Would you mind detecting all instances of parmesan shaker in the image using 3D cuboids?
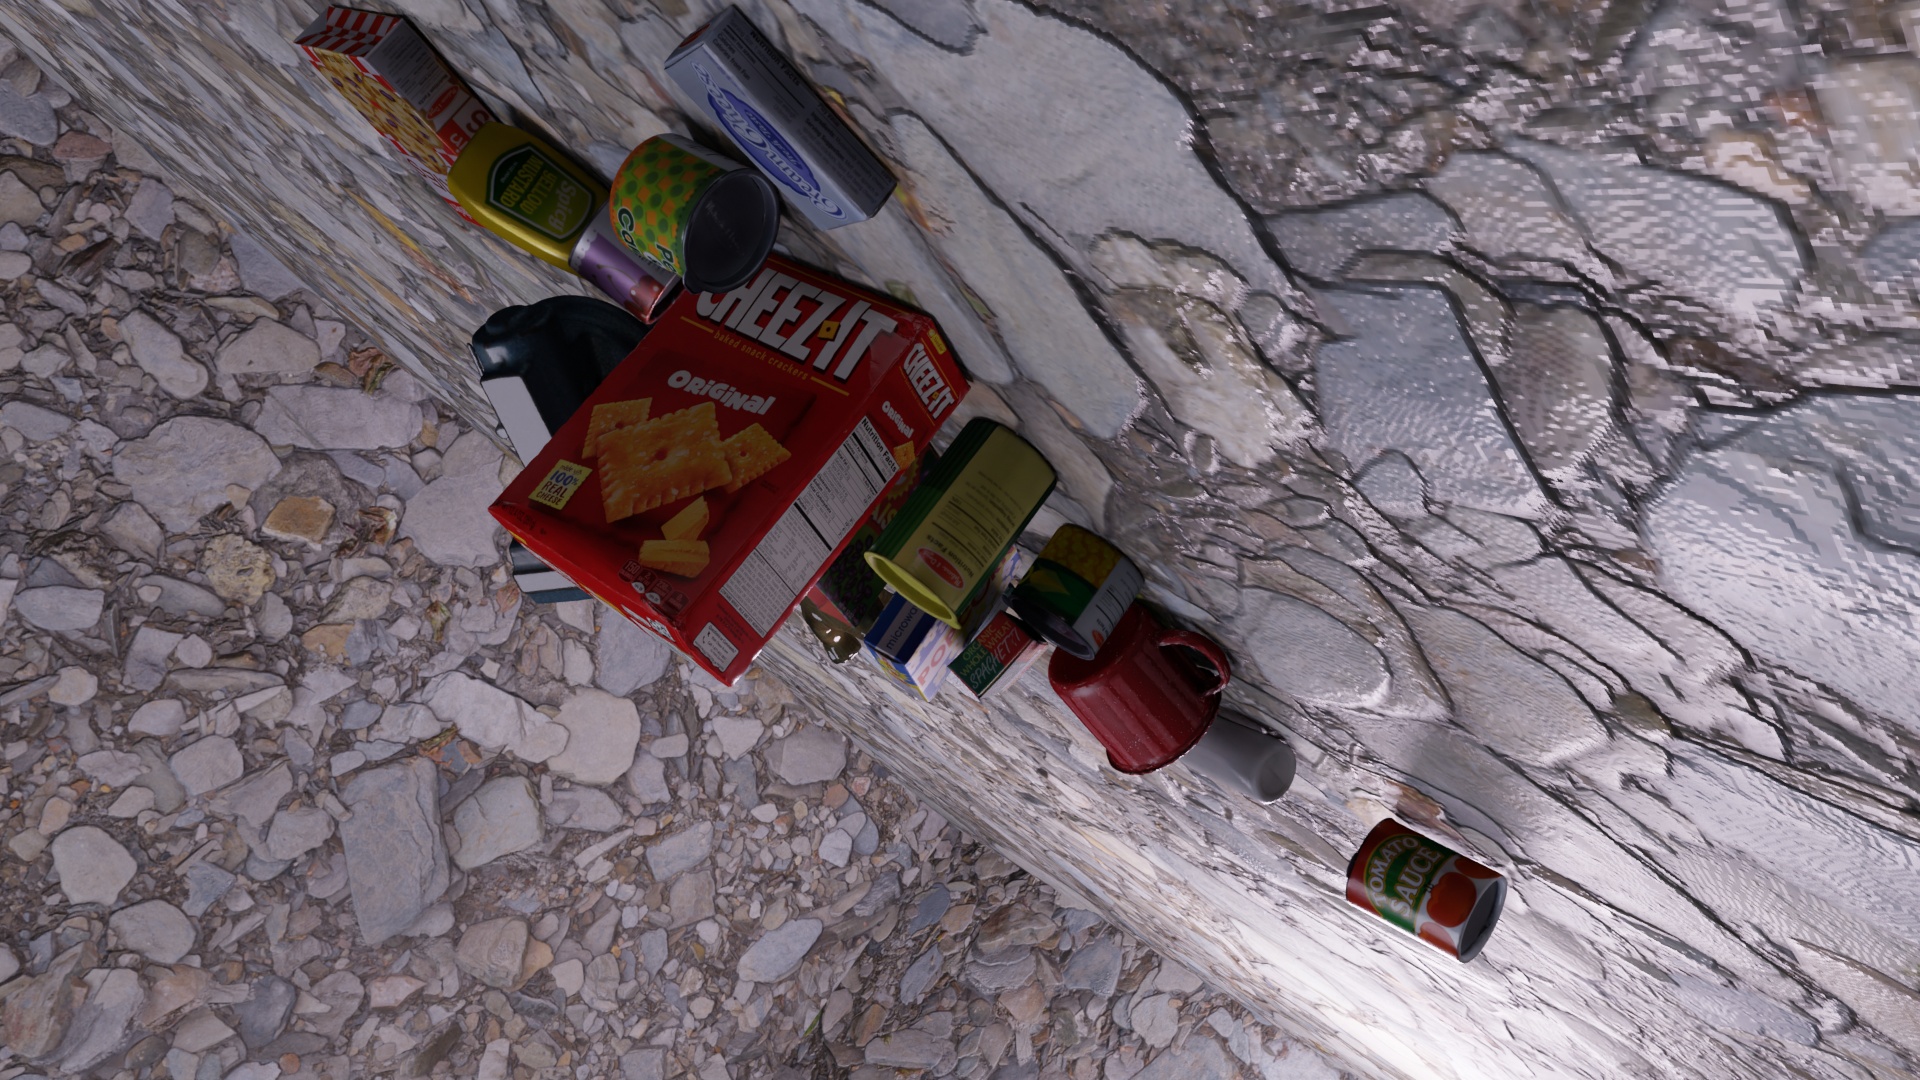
[{"bbox_3d":[0.003,-0.010,0.809,0.071,0.103,0.071,35,166,10],"label":"parmesan shaker"}]

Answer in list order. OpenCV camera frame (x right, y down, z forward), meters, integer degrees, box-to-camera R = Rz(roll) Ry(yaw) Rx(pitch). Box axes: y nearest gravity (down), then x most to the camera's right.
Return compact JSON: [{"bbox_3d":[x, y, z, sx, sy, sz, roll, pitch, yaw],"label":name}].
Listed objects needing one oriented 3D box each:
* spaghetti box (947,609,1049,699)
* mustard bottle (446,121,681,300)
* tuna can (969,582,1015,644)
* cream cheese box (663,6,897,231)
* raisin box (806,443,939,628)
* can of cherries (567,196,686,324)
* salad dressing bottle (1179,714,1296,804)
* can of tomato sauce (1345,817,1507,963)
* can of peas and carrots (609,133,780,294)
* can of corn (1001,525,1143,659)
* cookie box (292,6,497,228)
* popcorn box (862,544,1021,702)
[{"bbox_3d":[0.030,0.078,0.941,0.029,0.050,0.250,43,180,8],"label":"spaghetti box"},{"bbox_3d":[-0.243,-0.201,0.885,0.160,0.065,0.049,31,172,-9],"label":"mustard bottle"},{"bbox_3d":[0.010,0.051,1.079,0.033,0.071,0.071,39,166,-10],"label":"tuna can"},{"bbox_3d":[-0.079,-0.181,0.609,0.103,0.024,0.053,43,165,-25],"label":"cream cheese box"},{"bbox_3d":[-0.064,-0.017,0.911,0.040,0.124,0.086,24,162,36],"label":"raisin box"},{"bbox_3d":[-0.192,-0.171,0.835,0.058,0.071,0.071,37,166,-7],"label":"can of cherries"},{"bbox_3d":[0.179,0.148,1.028,0.064,0.044,0.148,44,166,-35],"label":"salad dressing bottle"},{"bbox_3d":[0.311,0.234,0.930,0.083,0.071,0.071,24,161,40],"label":"can of tomato sauce"},{"bbox_3d":[-0.137,-0.165,0.709,0.059,0.071,0.070,30,165,27],"label":"can of peas and carrots"},{"bbox_3d":[0.070,0.031,0.873,0.071,0.058,0.071,34,166,10],"label":"can of corn"},{"bbox_3d":[-0.355,-0.278,0.942,0.123,0.040,0.167,24,162,42],"label":"cookie box"},{"bbox_3d":[-0.011,0.042,0.967,0.038,0.127,0.085,28,164,22],"label":"popcorn box"}]
